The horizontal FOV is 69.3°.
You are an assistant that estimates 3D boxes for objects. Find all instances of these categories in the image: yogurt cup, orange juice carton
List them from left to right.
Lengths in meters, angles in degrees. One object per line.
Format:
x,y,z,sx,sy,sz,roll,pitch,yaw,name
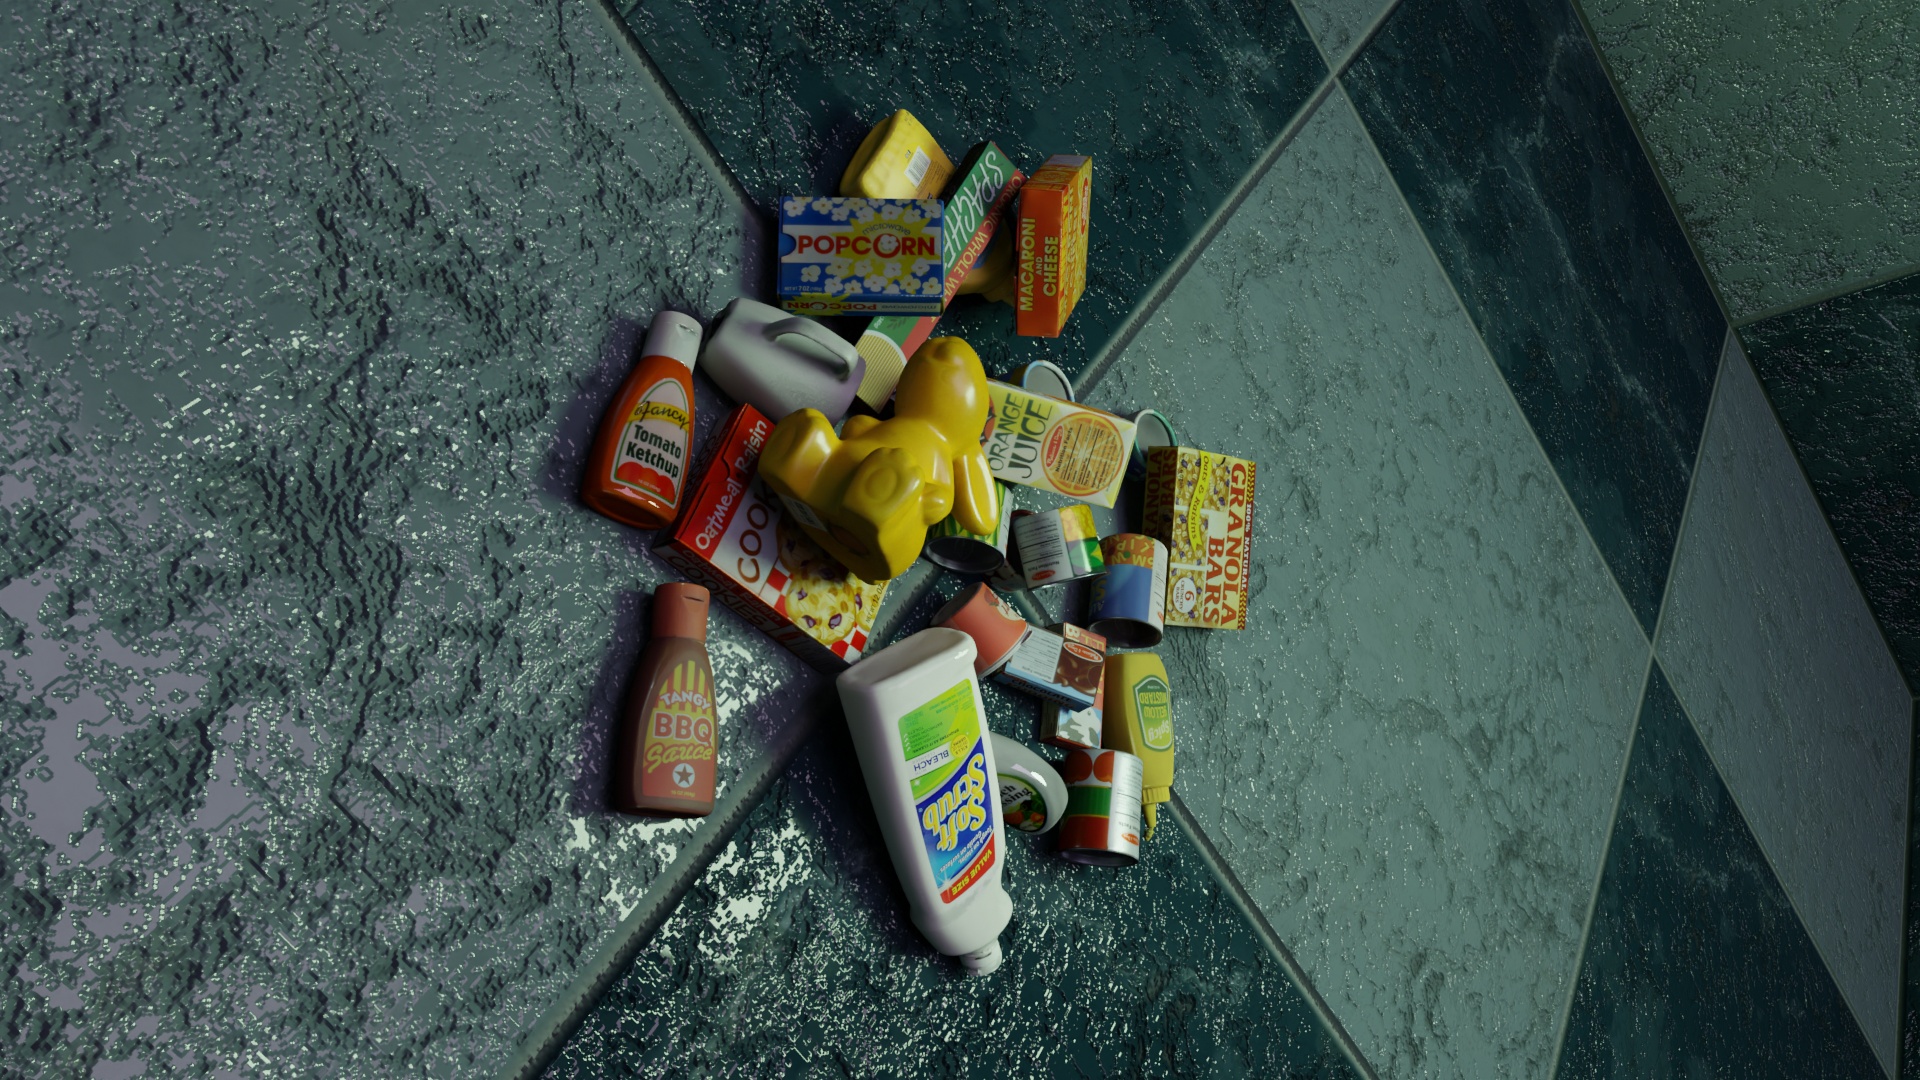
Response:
0.013,0.069,1.089,0.054,0.072,0.073,50,48,-10,yogurt cup
0.035,-0.088,1.113,0.193,0.072,0.073,14,99,-15,orange juice carton

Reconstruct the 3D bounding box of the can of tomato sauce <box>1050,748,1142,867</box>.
0.113,0.219,1.136,0.071,0.071,0.083,25,60,-36,can of tomato sauce

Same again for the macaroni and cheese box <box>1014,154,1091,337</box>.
0.080,-0.257,1.198,0.167,0.040,0.123,-61,155,-63,macaroni and cheese box

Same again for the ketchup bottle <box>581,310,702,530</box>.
-0.208,-0.084,0.939,0.064,0.043,0.149,28,58,-35,ketchup bottle

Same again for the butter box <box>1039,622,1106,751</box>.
0.096,0.125,1.178,0.053,0.024,0.104,23,61,-36,butter box

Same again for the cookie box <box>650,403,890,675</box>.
-0.124,0.000,0.995,0.167,0.040,0.123,40,53,-28,cookie box

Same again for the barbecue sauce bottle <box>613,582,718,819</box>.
-0.186,0.103,0.899,0.065,0.043,0.149,17,65,-39,barbecue sauce bottle

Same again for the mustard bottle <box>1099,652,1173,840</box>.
0.156,0.178,1.201,0.065,0.048,0.160,3,75,-42,mustard bottle

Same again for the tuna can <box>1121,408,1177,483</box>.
0.175,-0.088,1.318,0.071,0.032,0.071,16,66,-40,tuna can

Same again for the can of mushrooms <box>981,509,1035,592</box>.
0.045,0.006,1.162,0.071,0.033,0.071,15,67,-40,can of mushrooms

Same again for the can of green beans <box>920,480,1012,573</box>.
0.006,-0.013,1.107,0.071,0.071,0.058,28,58,-35,can of green beans

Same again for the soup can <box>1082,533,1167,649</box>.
0.144,0.045,1.223,0.071,0.071,0.084,29,56,-35,soup can

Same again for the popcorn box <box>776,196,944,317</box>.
-0.075,-0.218,1.066,0.127,0.038,0.085,0,73,-3,popcorn box

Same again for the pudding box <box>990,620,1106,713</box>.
0.072,0.103,1.136,0.084,0.030,0.050,22,63,-11,pudding box

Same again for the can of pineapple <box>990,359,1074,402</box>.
0.055,-0.115,1.193,0.071,0.057,0.071,15,67,-40,can of pineapple

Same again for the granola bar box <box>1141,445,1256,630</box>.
0.223,0.000,1.305,0.124,0.039,0.165,7,86,-43,granola bar box

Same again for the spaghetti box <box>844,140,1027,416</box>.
-0.027,-0.213,1.114,0.050,0.028,0.251,40,71,-28,spaghetti box

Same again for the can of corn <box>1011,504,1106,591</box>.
0.081,0.006,1.124,0.071,0.071,0.058,-8,83,-45,can of corn

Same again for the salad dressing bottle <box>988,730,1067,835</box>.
0.016,0.168,1.065,0.147,0.064,0.044,40,40,-17,salad dressing bottle
